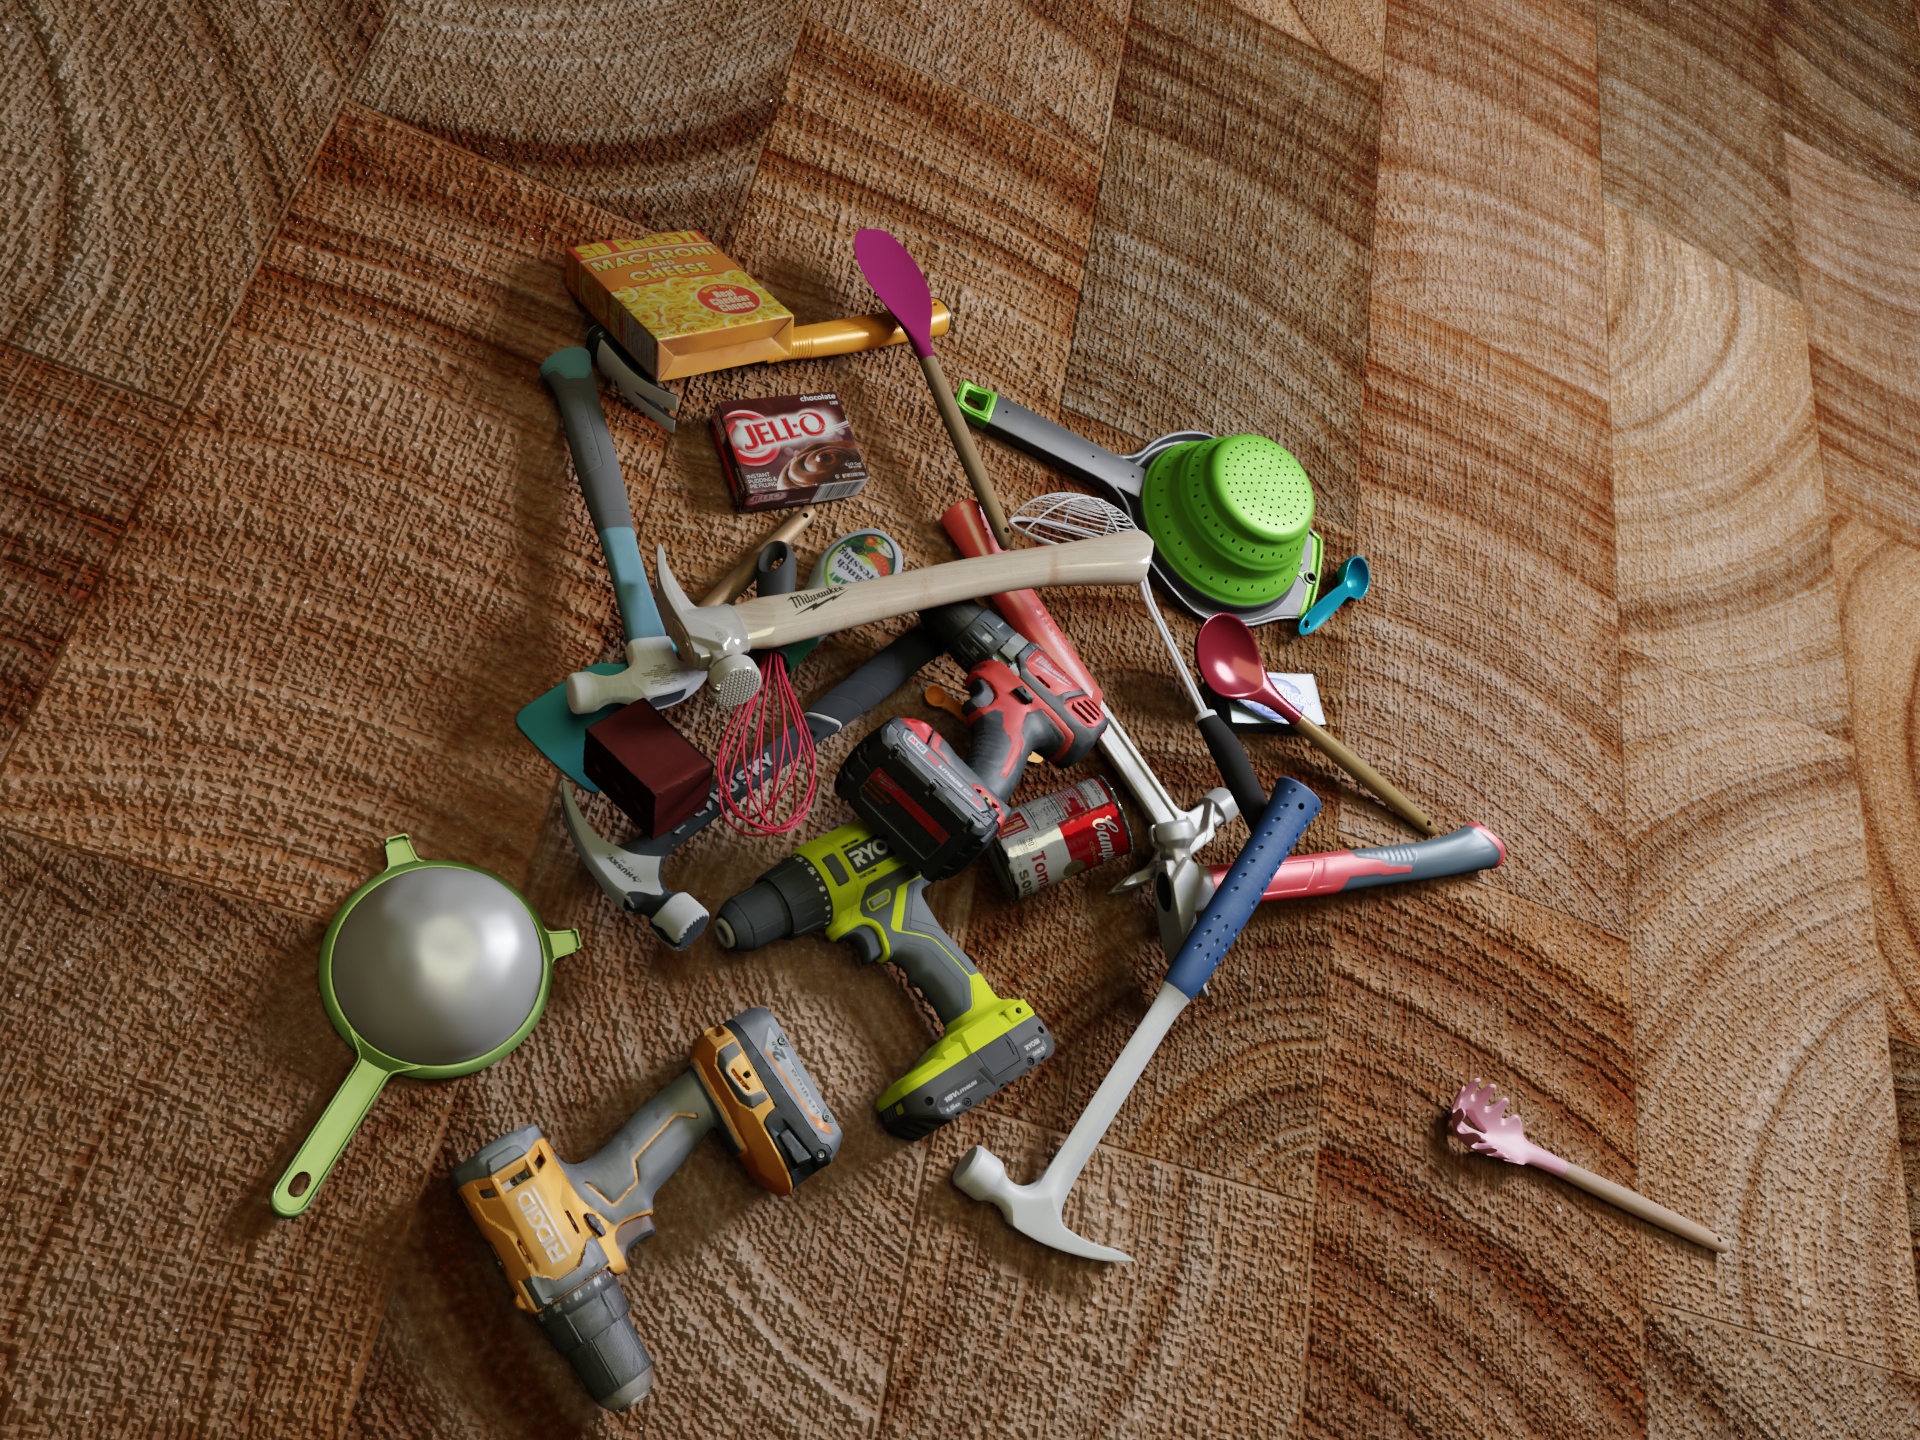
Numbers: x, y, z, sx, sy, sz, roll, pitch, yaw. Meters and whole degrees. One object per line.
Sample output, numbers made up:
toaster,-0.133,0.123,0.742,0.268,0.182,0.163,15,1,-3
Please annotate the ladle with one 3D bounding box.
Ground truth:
ladle,0.320,0.012,1.422,0.315,0.031,0.069,37,72,-18

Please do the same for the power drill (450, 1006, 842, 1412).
power drill,-0.189,0.314,1.040,0.226,0.084,0.185,-28,82,-28

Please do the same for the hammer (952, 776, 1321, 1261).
hammer,0.163,0.219,1.212,0.144,0.035,0.405,38,73,-7

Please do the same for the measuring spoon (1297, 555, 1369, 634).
measuring spoon,0.350,-0.116,1.520,0.128,0.021,0.042,-39,118,-34

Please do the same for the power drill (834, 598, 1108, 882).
power drill,-0.002,-0.004,1.218,0.188,0.080,0.227,44,43,1

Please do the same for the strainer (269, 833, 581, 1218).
strainer,-0.359,0.195,1.018,0.151,0.069,0.256,32,56,-9

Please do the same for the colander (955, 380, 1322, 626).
colander,0.186,-0.229,1.454,0.397,0.094,0.205,24,59,-14

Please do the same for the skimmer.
skimmer,0.158,-0.043,1.348,0.127,0.090,0.363,-5,66,-53

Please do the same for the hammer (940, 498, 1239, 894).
hammer,0.087,-0.031,1.353,0.149,0.036,0.359,-30,83,-33

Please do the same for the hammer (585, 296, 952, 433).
hammer,-0.141,-0.319,1.360,0.337,0.034,0.127,-20,50,-34

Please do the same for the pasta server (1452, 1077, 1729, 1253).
pasta server,0.545,0.395,1.371,0.316,0.040,0.060,27,48,-13

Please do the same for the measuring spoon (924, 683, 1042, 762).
measuring spoon,0.018,0.005,1.321,0.117,0.011,0.021,31,57,-14

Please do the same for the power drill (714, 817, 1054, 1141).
power drill,-0.054,0.184,1.164,0.190,0.080,0.228,-25,77,-33

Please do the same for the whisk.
whisk,-0.140,-0.031,1.179,0.073,0.073,0.296,14,45,-19

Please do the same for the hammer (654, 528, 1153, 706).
hammer,-0.029,-0.108,1.223,0.410,0.038,0.146,-13,50,-29

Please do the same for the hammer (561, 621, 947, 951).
hammer,-0.124,0.009,1.218,0.149,0.036,0.409,38,50,16

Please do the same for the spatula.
spatula,-0.209,-0.076,1.243,0.082,0.044,0.318,43,52,-4

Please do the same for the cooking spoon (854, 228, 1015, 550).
cooking spoon,-0.020,-0.290,1.380,0.068,0.017,0.319,-13,75,-41

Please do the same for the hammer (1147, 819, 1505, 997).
hammer,0.329,0.145,1.370,0.386,0.038,0.143,-2,79,-31

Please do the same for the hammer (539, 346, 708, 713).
hammer,-0.268,-0.154,1.217,0.128,0.033,0.331,-6,62,-28
